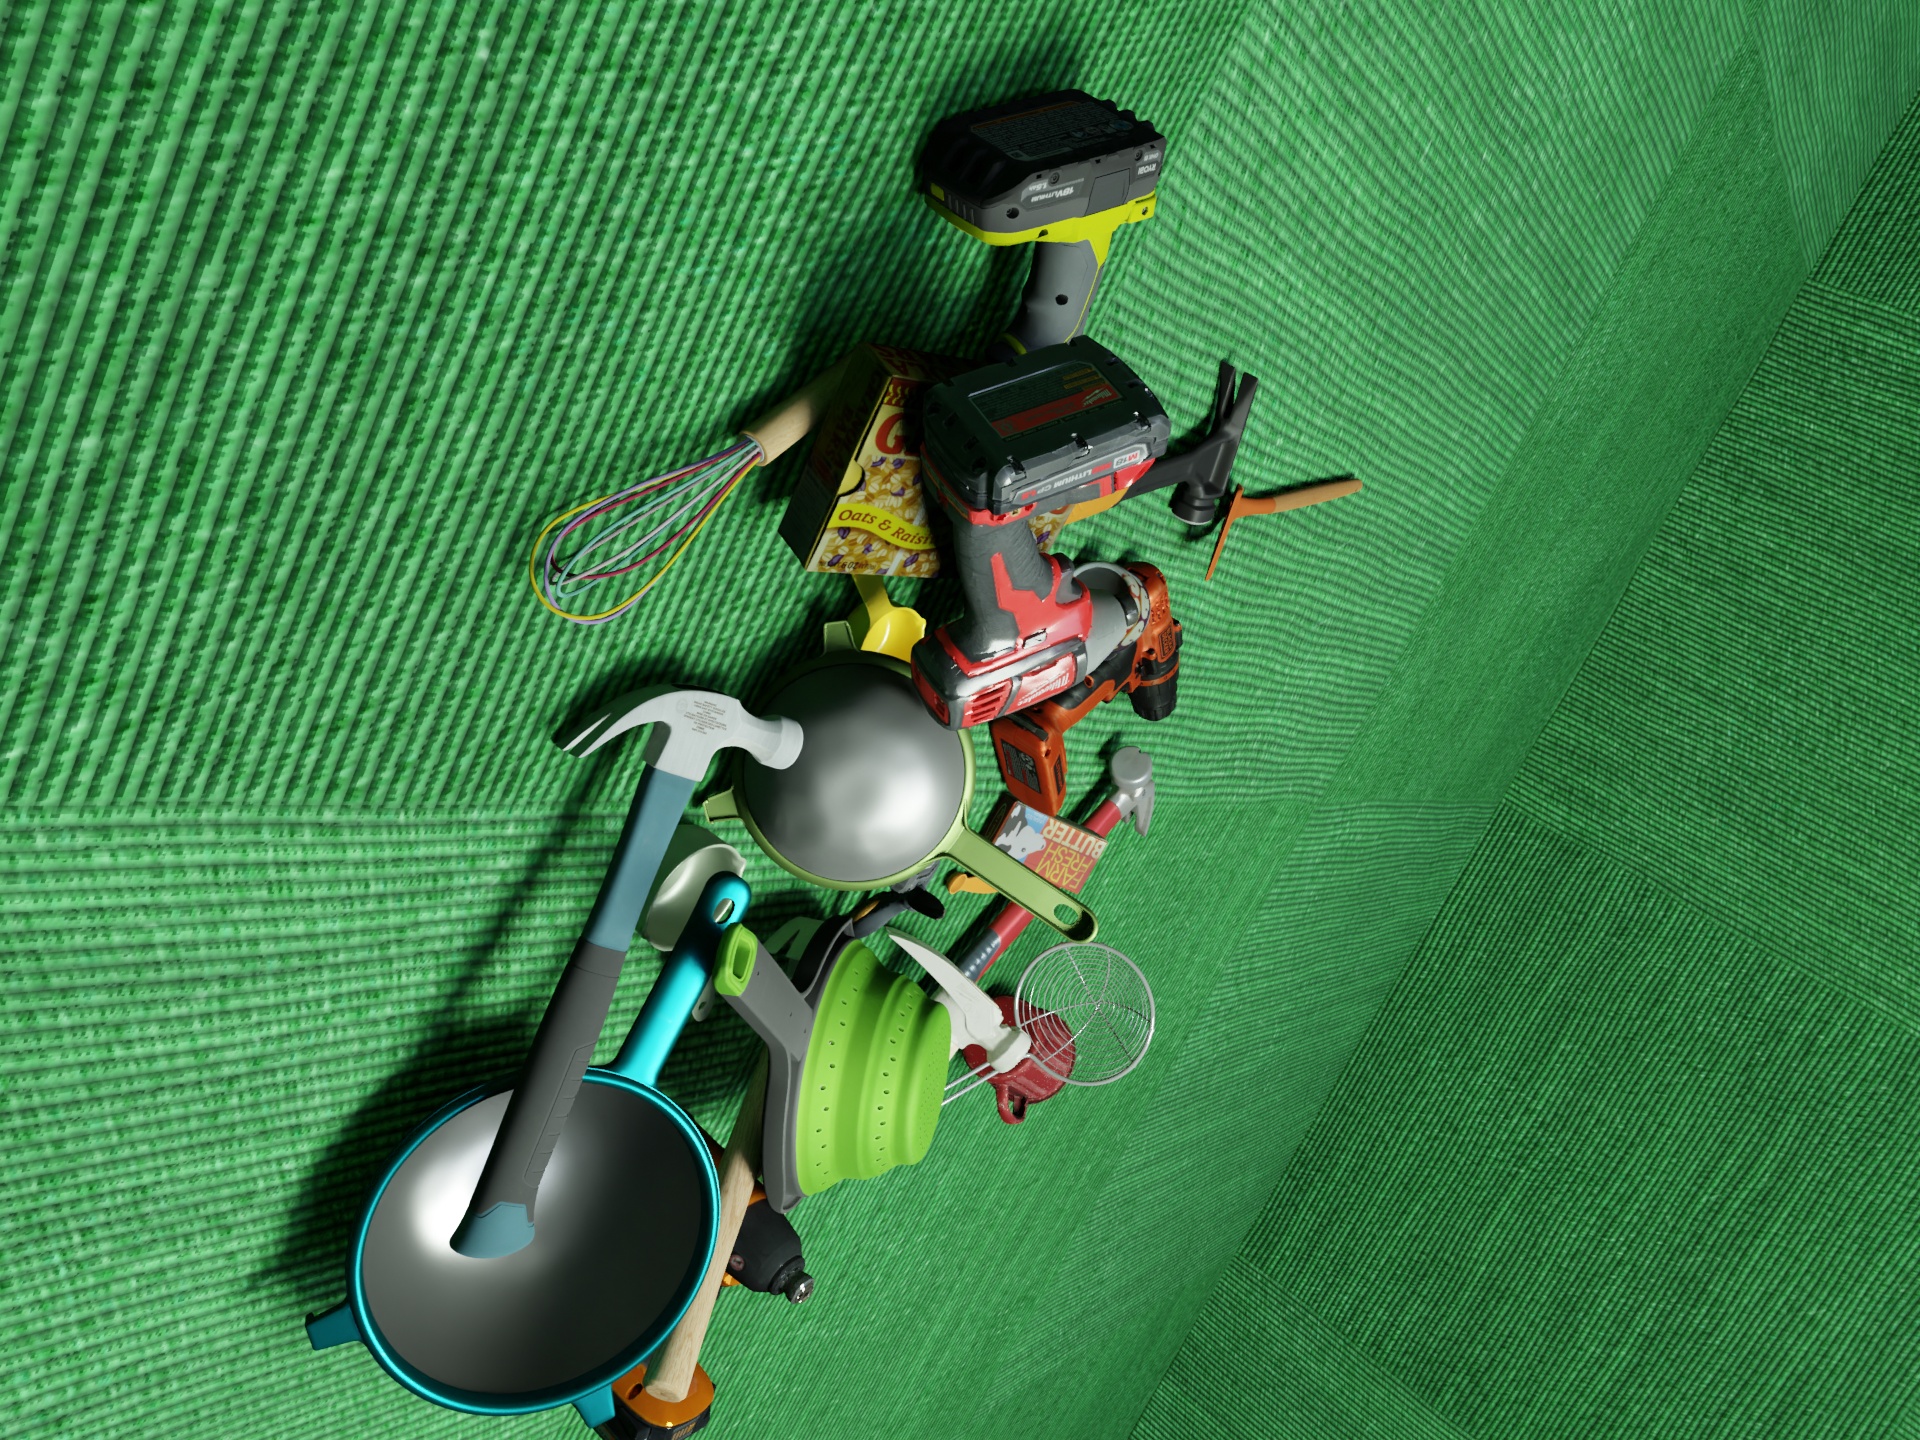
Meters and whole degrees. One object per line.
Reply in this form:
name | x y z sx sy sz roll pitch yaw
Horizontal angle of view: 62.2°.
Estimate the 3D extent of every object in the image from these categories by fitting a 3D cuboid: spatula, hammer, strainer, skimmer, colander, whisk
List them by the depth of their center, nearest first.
whisk | -0.123 -0.132 0.814 0.245 0.047 0.051 -44 162 -31
hammer | -0.199 0.136 0.872 0.128 0.033 0.331 23 87 -36
strainer | -0.227 0.235 0.950 0.210 0.095 0.340 31 84 -28
strainer | -0.021 0.066 0.956 0.151 0.256 0.069 -55 -174 6
colander | -0.070 0.208 1.020 0.396 0.094 0.205 75 25 -64
hammer | -0.141 0.278 1.056 0.129 0.031 0.332 84 19 -51
hammer | 0.099 -0.168 1.128 0.337 0.034 0.127 -25 139 -45
hammer | -0.137 0.348 1.239 0.410 0.146 0.038 -46 -173 -2
skimmer | -0.001 0.310 1.351 0.363 0.127 0.090 -26 169 -21
hammer | 0.038 0.190 1.391 0.386 0.038 0.143 -46 157 -17
spatula | 0.290 -0.188 1.401 0.322 0.041 0.081 -19 134 -50

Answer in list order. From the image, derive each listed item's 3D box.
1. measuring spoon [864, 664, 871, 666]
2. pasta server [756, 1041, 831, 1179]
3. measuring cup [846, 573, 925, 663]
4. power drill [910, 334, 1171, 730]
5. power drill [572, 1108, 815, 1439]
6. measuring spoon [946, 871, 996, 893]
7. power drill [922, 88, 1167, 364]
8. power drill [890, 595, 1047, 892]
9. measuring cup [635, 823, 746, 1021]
measuring spoon | -0.078 0.011 1.014 0.034 0.018 0.124 -9 144 -38
pasta server | -0.160 0.367 1.267 0.316 0.060 0.040 -51 -171 -6
measuring cup | -0.063 -0.085 0.978 0.062 0.029 0.156 -41 138 -24
power drill | 0.045 -0.094 0.879 0.143 0.079 0.219 -22 145 -19
power drill | -0.195 0.411 1.126 0.084 0.164 0.226 -5 125 -56
measuring spoon | 0.016 0.134 1.337 0.021 0.011 0.116 -58 156 11
power drill | 0.027 -0.225 0.913 0.190 0.080 0.228 -26 143 -31
power drill | -0.002 -0.003 1.074 0.226 0.080 0.188 -58 174 3
measuring cup | -0.176 0.131 1.001 0.083 0.038 0.167 -36 147 -34
